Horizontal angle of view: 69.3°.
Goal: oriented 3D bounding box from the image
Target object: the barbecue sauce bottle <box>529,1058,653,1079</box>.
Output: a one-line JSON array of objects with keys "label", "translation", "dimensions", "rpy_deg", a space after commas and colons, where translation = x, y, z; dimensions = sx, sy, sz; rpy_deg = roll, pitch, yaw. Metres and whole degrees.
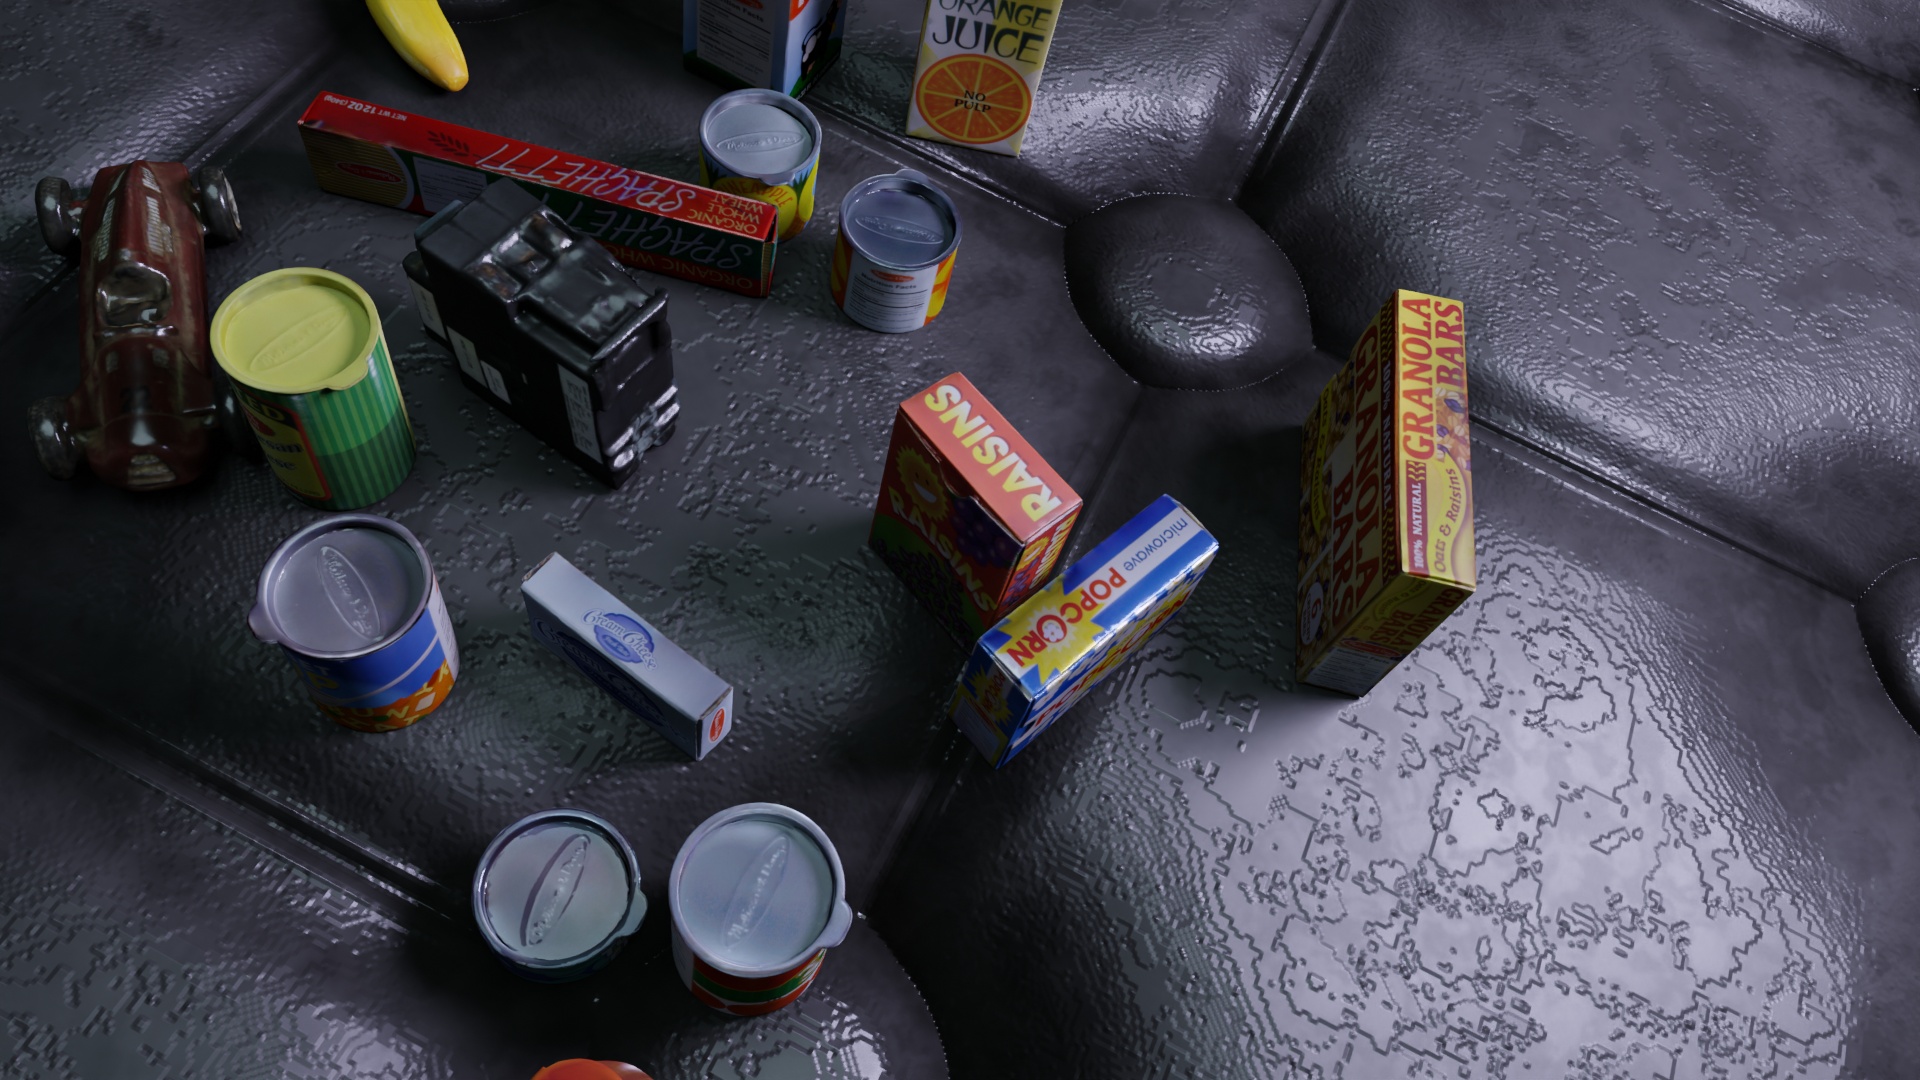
[{"label": "barbecue sauce bottle", "translation": [-0.130, 0.209, 0.480], "dimensions": [0.044, 0.147, 0.065], "rpy_deg": [40, 61, 12]}]

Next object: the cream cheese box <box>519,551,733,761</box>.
[{"label": "cream cheese box", "translation": [-0.149, 0.053, 0.621], "dimensions": [0.104, 0.053, 0.024], "rpy_deg": [36, 61, 10]}]

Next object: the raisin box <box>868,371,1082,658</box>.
[{"label": "raisin box", "translation": [0.002, -0.008, 0.645], "dimensions": [0.040, 0.122, 0.086], "rpy_deg": [-33, 72, -25]}]

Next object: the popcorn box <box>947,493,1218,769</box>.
[{"label": "popcorn box", "translation": [0.057, 0.042, 0.649], "dimensions": [0.127, 0.084, 0.038], "rpy_deg": [-36, 73, -26]}]

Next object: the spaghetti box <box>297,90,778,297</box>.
[{"label": "spaghetti box", "translation": [-0.220, -0.183, 0.744], "dimensions": [0.250, 0.050, 0.029], "rpy_deg": [13, 59, -3]}]

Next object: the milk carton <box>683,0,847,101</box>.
[{"label": "milk carton", "translation": [-0.105, -0.340, 0.775], "dimensions": [0.073, 0.189, 0.073], "rpy_deg": [29, 60, 6]}]

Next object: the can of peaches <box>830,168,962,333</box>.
[{"label": "can of peaches", "translation": [-0.036, -0.158, 0.761], "dimensions": [0.071, 0.057, 0.071], "rpy_deg": [5, 60, -8]}]

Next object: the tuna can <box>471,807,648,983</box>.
[{"label": "tuna can", "translation": [-0.164, 0.148, 0.576], "dimensions": [0.071, 0.032, 0.071], "rpy_deg": [5, 60, -8]}]

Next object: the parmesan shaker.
[{"label": "parmesan shaker", "translation": [-0.288, -0.064, 0.631], "dimensions": [0.071, 0.102, 0.071], "rpy_deg": [5, 60, -8]}]

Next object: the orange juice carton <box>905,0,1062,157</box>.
[{"label": "orange juice carton", "translation": [0.020, -0.315, 0.784], "dimensions": [0.073, 0.191, 0.072], "rpy_deg": [10, 60, -6]}]

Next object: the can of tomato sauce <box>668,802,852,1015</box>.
[{"label": "can of tomato sauce", "translation": [-0.082, 0.151, 0.561], "dimensions": [0.071, 0.082, 0.071], "rpy_deg": [5, 60, -8]}]

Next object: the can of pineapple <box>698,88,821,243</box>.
[{"label": "can of pineapple", "translation": [-0.113, -0.206, 0.773], "dimensions": [0.071, 0.057, 0.071], "rpy_deg": [5, 60, -8]}]

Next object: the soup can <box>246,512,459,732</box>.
[{"label": "soup can", "translation": [-0.256, 0.038, 0.591], "dimensions": [0.071, 0.083, 0.071], "rpy_deg": [5, 60, -8]}]

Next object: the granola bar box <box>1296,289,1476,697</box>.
[{"label": "granola bar box", "translation": [0.208, -0.023, 0.694], "dimensions": [0.039, 0.123, 0.166], "rpy_deg": [12, 59, -4]}]
